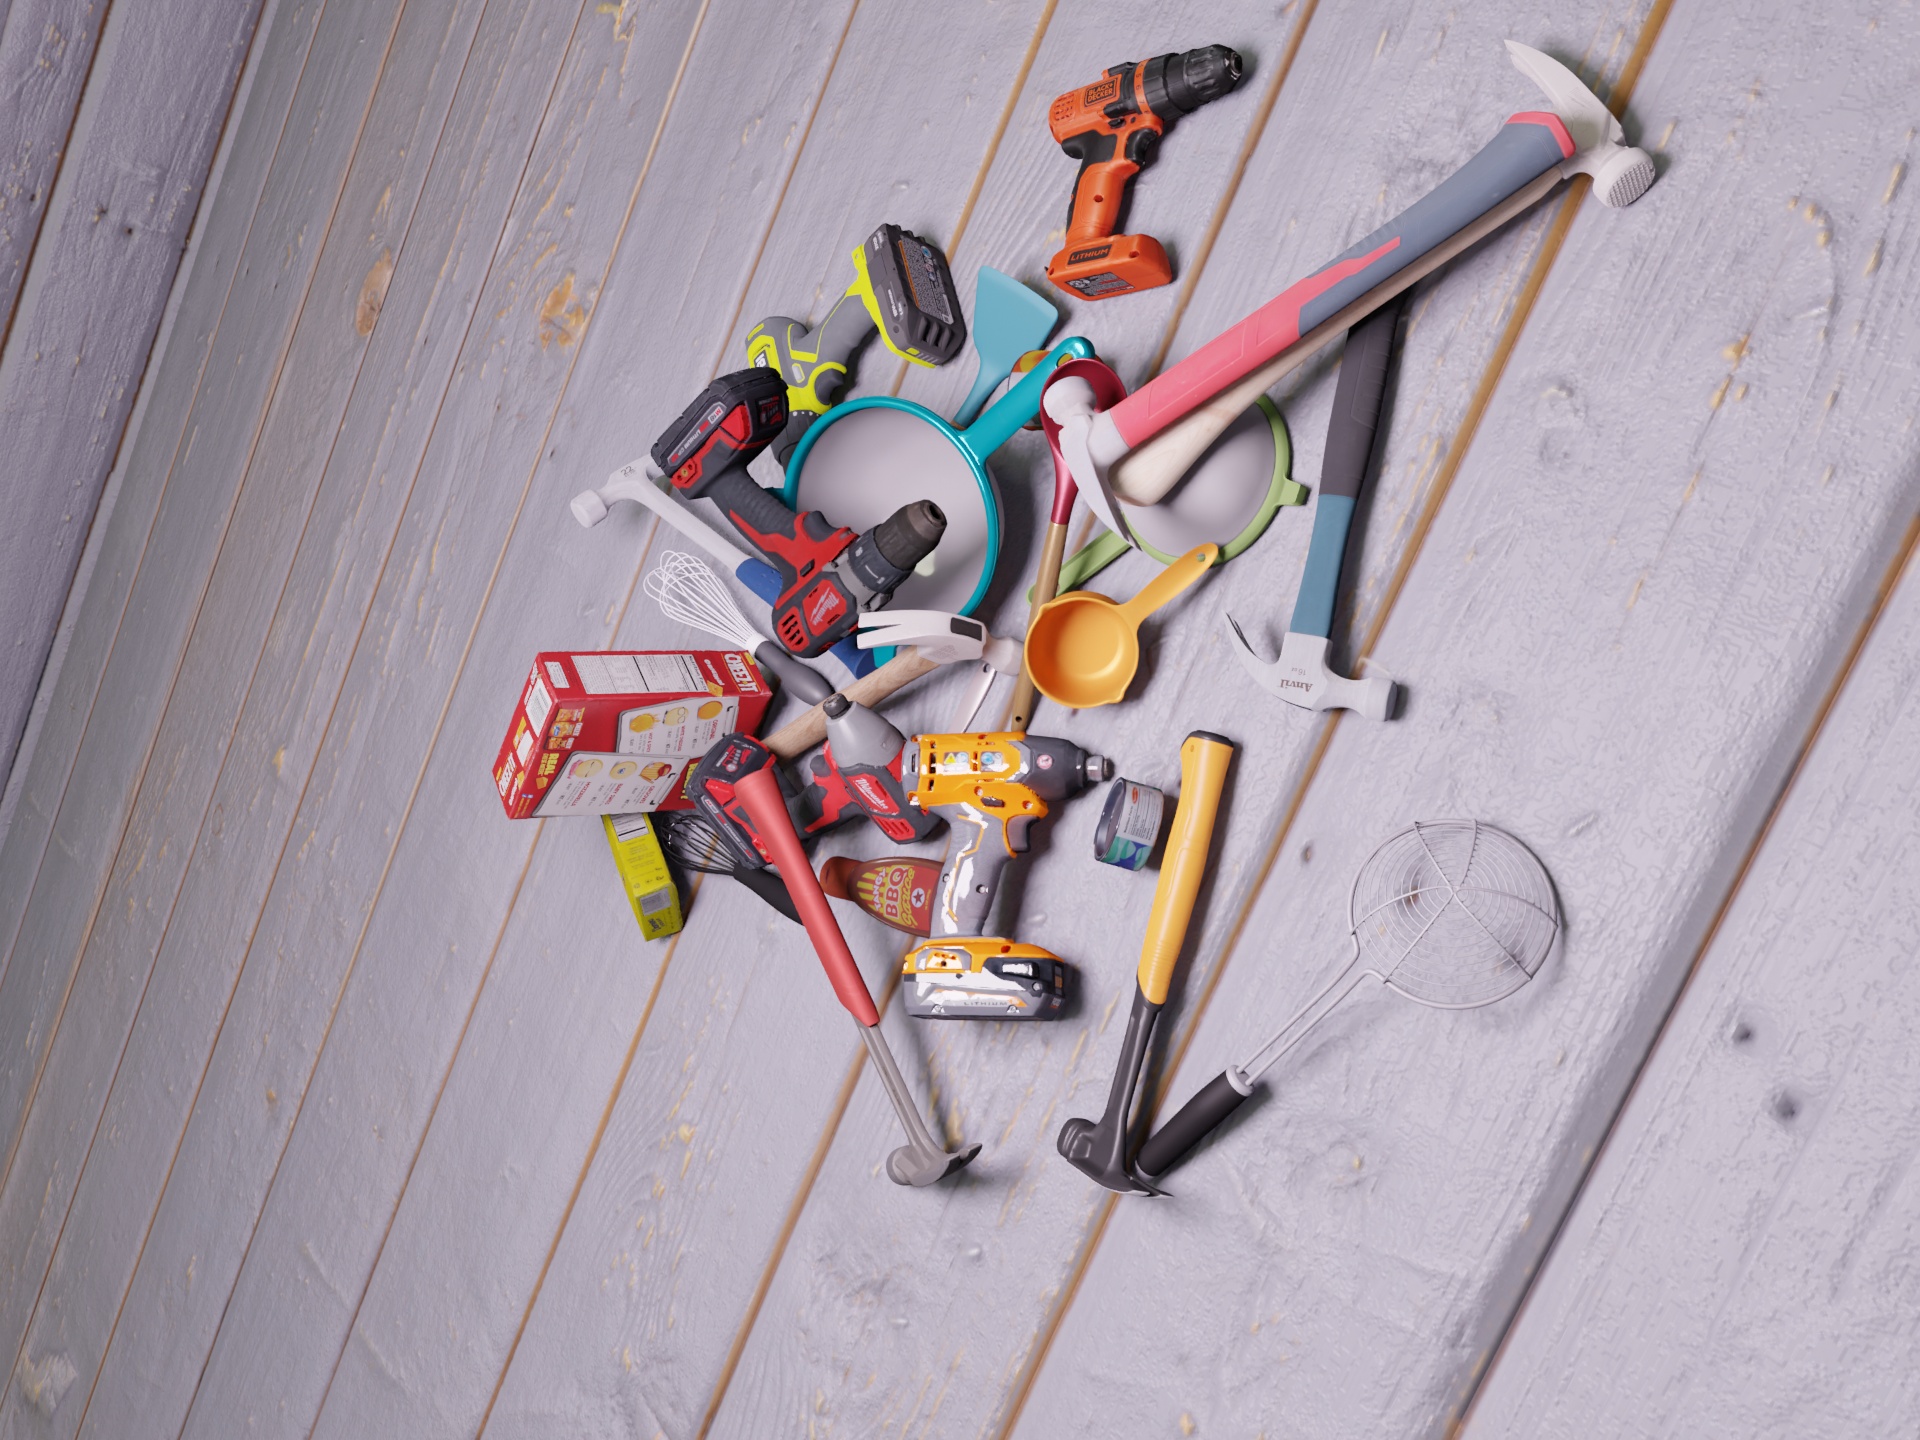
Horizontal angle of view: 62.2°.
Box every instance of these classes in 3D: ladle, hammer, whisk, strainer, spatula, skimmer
[{"bbox_3d":[0.074,-0.131,1.252,0.069,0.031,0.315,16,115,12],"label":"ladle"},{"bbox_3d":[0.272,-0.170,1.126,0.128,0.033,0.331,10,85,26],"label":"hammer"},{"bbox_3d":[-0.205,0.144,1.492,0.239,0.055,0.055,25,98,38],"label":"whisk"},{"bbox_3d":[-0.093,0.201,1.282,0.359,0.036,0.149,64,153,12],"label":"hammer"},{"bbox_3d":[0.000,-0.209,1.329,0.340,0.095,0.211,-38,86,33],"label":"strainer"},{"bbox_3d":[-0.215,-0.086,1.543,0.285,0.070,0.070,37,106,35],"label":"whisk"},{"bbox_3d":[-0.019,-0.241,1.405,0.082,0.044,0.317,35,109,12],"label":"spatula"},{"bbox_3d":[-0.095,-0.018,1.388,0.331,0.130,0.031,-29,50,46],"label":"hammer"},{"bbox_3d":[0.147,0.172,1.155,0.127,0.034,0.337,6,81,68],"label":"hammer"},{"bbox_3d":[0.245,0.208,1.083,0.363,0.090,0.127,-53,54,33],"label":"skimmer"},{"bbox_3d":[0.239,-0.269,1.078,0.386,0.038,0.143,-32,61,21],"label":"hammer"},{"bbox_3d":[0.133,-0.167,1.236,0.256,0.069,0.152,-37,59,29],"label":"strainer"},{"bbox_3d":[-0.210,-0.157,1.536,0.144,0.035,0.406,-39,54,-21],"label":"hammer"},{"bbox_3d":[0.262,-0.296,1.117,0.410,0.038,0.146,-36,60,18],"label":"hammer"}]

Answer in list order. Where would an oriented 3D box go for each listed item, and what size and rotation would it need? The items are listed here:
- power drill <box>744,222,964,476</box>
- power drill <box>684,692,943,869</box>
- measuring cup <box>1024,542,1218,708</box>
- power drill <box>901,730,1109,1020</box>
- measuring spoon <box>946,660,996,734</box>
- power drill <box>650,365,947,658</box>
[{"bbox_3d":[-0.106,-0.332,1.484,0.228,0.080,0.191,-32,61,36],"label":"power drill"},{"bbox_3d":[-0.128,0.052,1.379,0.220,0.143,0.079,-14,30,40],"label":"power drill"},{"bbox_3d":[0.127,-0.083,1.229,0.173,0.052,0.095,-39,97,13],"label":"measuring cup"},{"bbox_3d":[0.034,0.119,1.245,0.164,0.084,0.227,-3,75,15],"label":"power drill"},{"bbox_3d":[-0.002,-0.004,1.357,0.034,0.018,0.124,38,106,40],"label":"measuring spoon"},{"bbox_3d":[-0.129,-0.183,1.313,0.188,0.080,0.227,-37,89,34],"label":"power drill"}]
